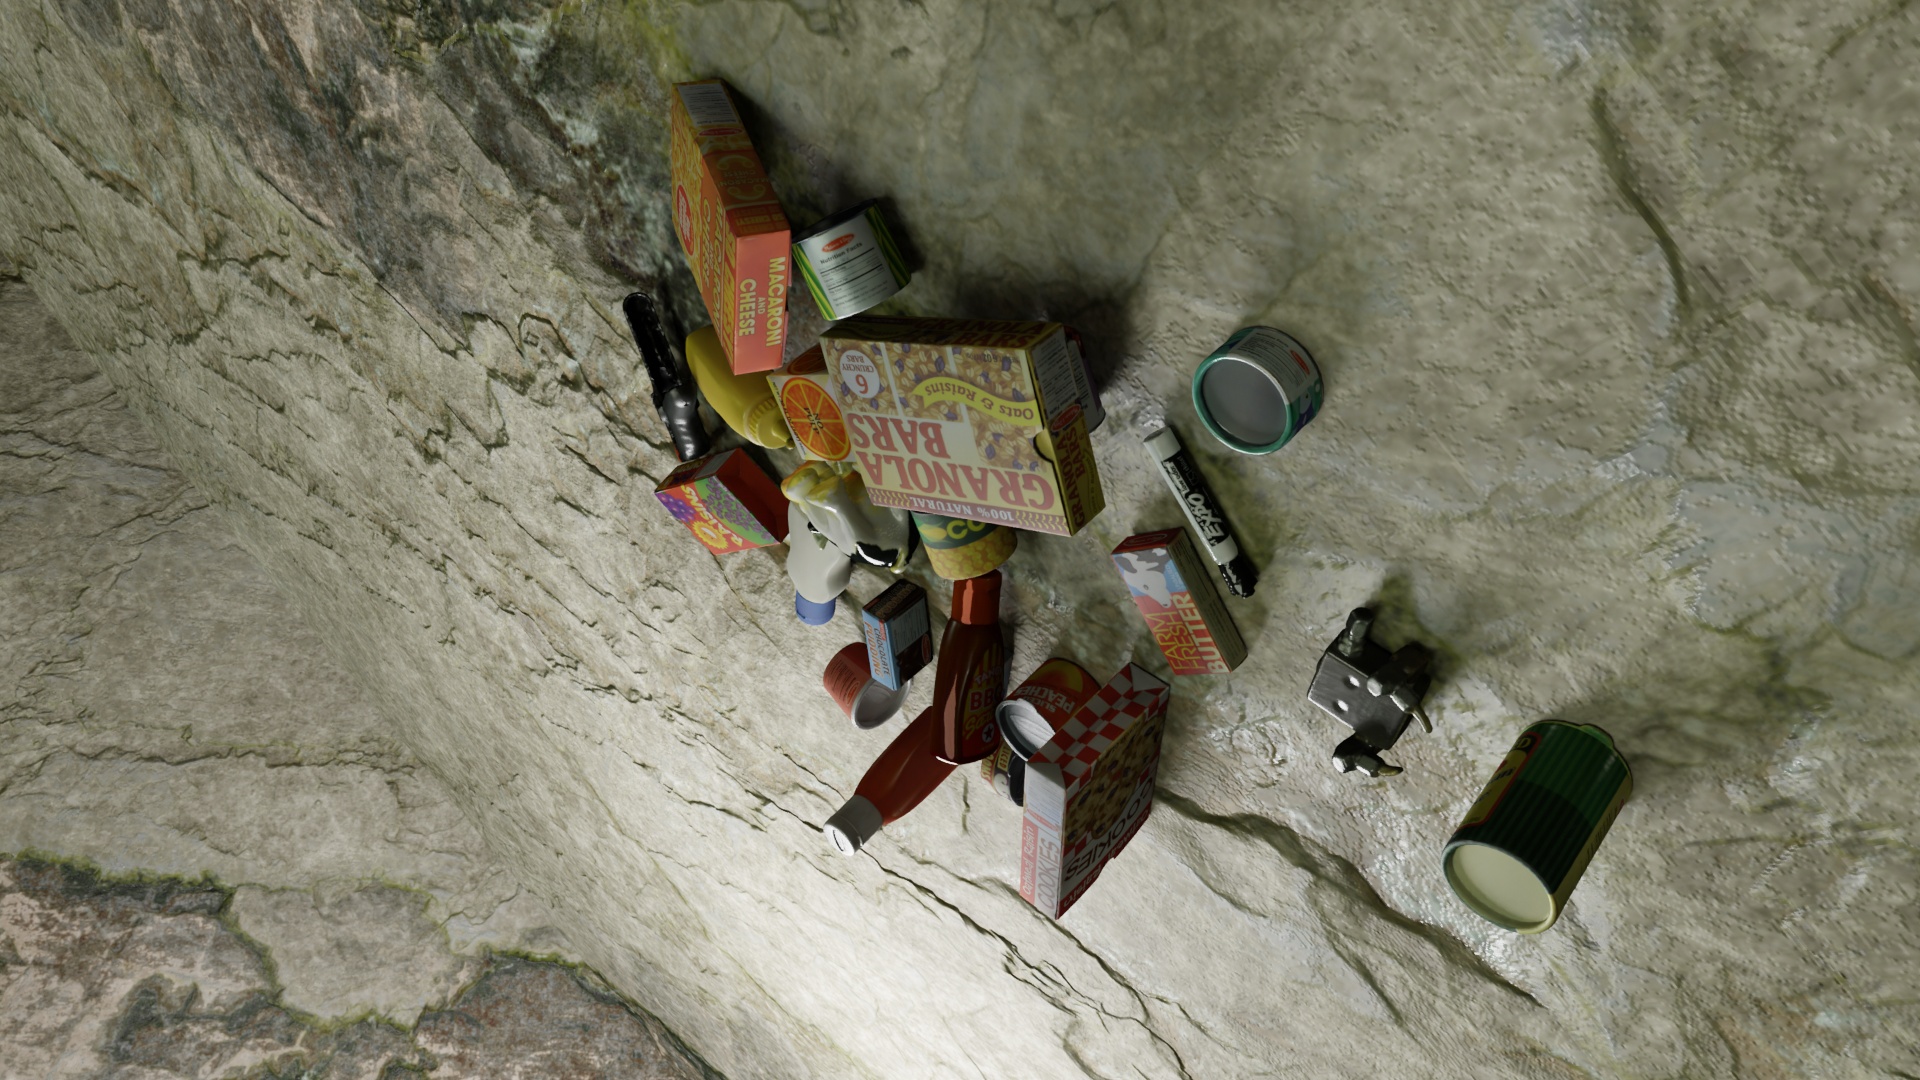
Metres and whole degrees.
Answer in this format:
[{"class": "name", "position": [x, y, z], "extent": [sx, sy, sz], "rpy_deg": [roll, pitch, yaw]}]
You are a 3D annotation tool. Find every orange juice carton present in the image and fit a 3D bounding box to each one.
[{"class": "orange juice carton", "position": [-0.040, -0.100, 0.960], "extent": [0.192, 0.073, 0.071], "rpy_deg": [6, 126, 46]}]

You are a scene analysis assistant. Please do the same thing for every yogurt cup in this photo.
[{"class": "yogurt cup", "position": [-0.086, 0.127, 1.239], "extent": [0.054, 0.073, 0.072], "rpy_deg": [37, 145, 33]}]

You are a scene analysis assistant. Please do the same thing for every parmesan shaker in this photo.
[{"class": "parmesan shaker", "position": [0.317, 0.155, 0.764], "extent": [0.071, 0.103, 0.071], "rpy_deg": [30, 141, 28]}]

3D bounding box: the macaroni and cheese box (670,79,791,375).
[{"class": "macaroni and cheese box", "position": [-0.159, -0.216, 0.954], "extent": [0.123, 0.040, 0.167], "rpy_deg": [103, 148, -50]}]

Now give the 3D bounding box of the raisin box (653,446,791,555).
[{"class": "raisin box", "position": [-0.208, -0.032, 1.233], "extent": [0.086, 0.040, 0.123], "rpy_deg": [48, 149, -23]}]

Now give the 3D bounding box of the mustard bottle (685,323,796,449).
[{"class": "mustard bottle", "position": [-0.161, -0.111, 1.074], "extent": [0.161, 0.049, 0.065], "rpy_deg": [46, 156, 41]}]

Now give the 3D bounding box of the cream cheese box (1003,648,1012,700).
[{"class": "cream cheese box", "position": [0.011, 0.118, 1.152], "extent": [0.053, 0.024, 0.103], "rpy_deg": [33, 142, 22]}]

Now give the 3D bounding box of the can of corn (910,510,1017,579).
[{"class": "can of corn", "position": [0.004, -0.013, 0.998], "extent": [0.071, 0.071, 0.058], "rpy_deg": [8, 129, 45]}]

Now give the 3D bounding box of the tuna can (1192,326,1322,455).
[{"class": "tuna can", "position": [0.164, -0.082, 0.778], "extent": [0.071, 0.033, 0.070], "rpy_deg": [29, 140, 28]}]

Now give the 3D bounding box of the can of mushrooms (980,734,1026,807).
[{"class": "can of mushrooms", "position": [0.048, 0.179, 1.128], "extent": [0.033, 0.071, 0.070], "rpy_deg": [22, 137, 37]}]

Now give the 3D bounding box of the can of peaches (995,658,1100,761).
[{"class": "can of peaches", "position": [0.070, 0.131, 1.067], "extent": [0.071, 0.058, 0.070], "rpy_deg": [30, 141, 28]}]

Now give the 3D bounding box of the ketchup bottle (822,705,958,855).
[{"class": "ketchup bottle", "position": [-0.056, 0.211, 1.206], "extent": [0.043, 0.149, 0.064], "rpy_deg": [18, 134, 37]}]

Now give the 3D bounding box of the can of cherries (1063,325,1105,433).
[{"class": "can of cherries", "position": [0.050, -0.096, 0.869], "extent": [0.071, 0.072, 0.058], "rpy_deg": [7, 127, 46]}]

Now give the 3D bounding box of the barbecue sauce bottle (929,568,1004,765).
[{"class": "barbecue sauce bottle", "position": [0.008, 0.094, 1.071], "extent": [0.044, 0.065, 0.148], "rpy_deg": [14, 107, 35]}]

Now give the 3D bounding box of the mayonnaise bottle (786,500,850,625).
[{"class": "mayonnaise bottle", "position": [-0.121, 0.018, 1.195], "extent": [0.065, 0.041, 0.147], "rpy_deg": [39, 146, 19]}]

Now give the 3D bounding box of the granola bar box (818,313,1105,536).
[{"class": "granola bar box", "position": [-0.001, -0.073, 0.847], "extent": [0.165, 0.039, 0.123], "rpy_deg": [10, 128, 39]}]

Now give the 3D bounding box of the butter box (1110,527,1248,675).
[{"class": "butter box", "position": [0.146, 0.043, 0.925], "extent": [0.053, 0.024, 0.103], "rpy_deg": [-10, 114, 52]}]

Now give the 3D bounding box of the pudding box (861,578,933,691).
[{"class": "pudding box", "position": [-0.052, 0.080, 1.167], "extent": [0.030, 0.050, 0.083], "rpy_deg": [27, 140, 33]}]

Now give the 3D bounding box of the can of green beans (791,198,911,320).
[{"class": "can of green beans", "position": [-0.073, -0.186, 0.923], "extent": [0.071, 0.071, 0.057], "rpy_deg": [-1, 122, 49]}]

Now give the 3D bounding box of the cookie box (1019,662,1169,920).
[{"class": "cookie box", "position": [0.098, 0.189, 1.030], "extent": [0.040, 0.123, 0.166], "rpy_deg": [30, 141, 28]}]
